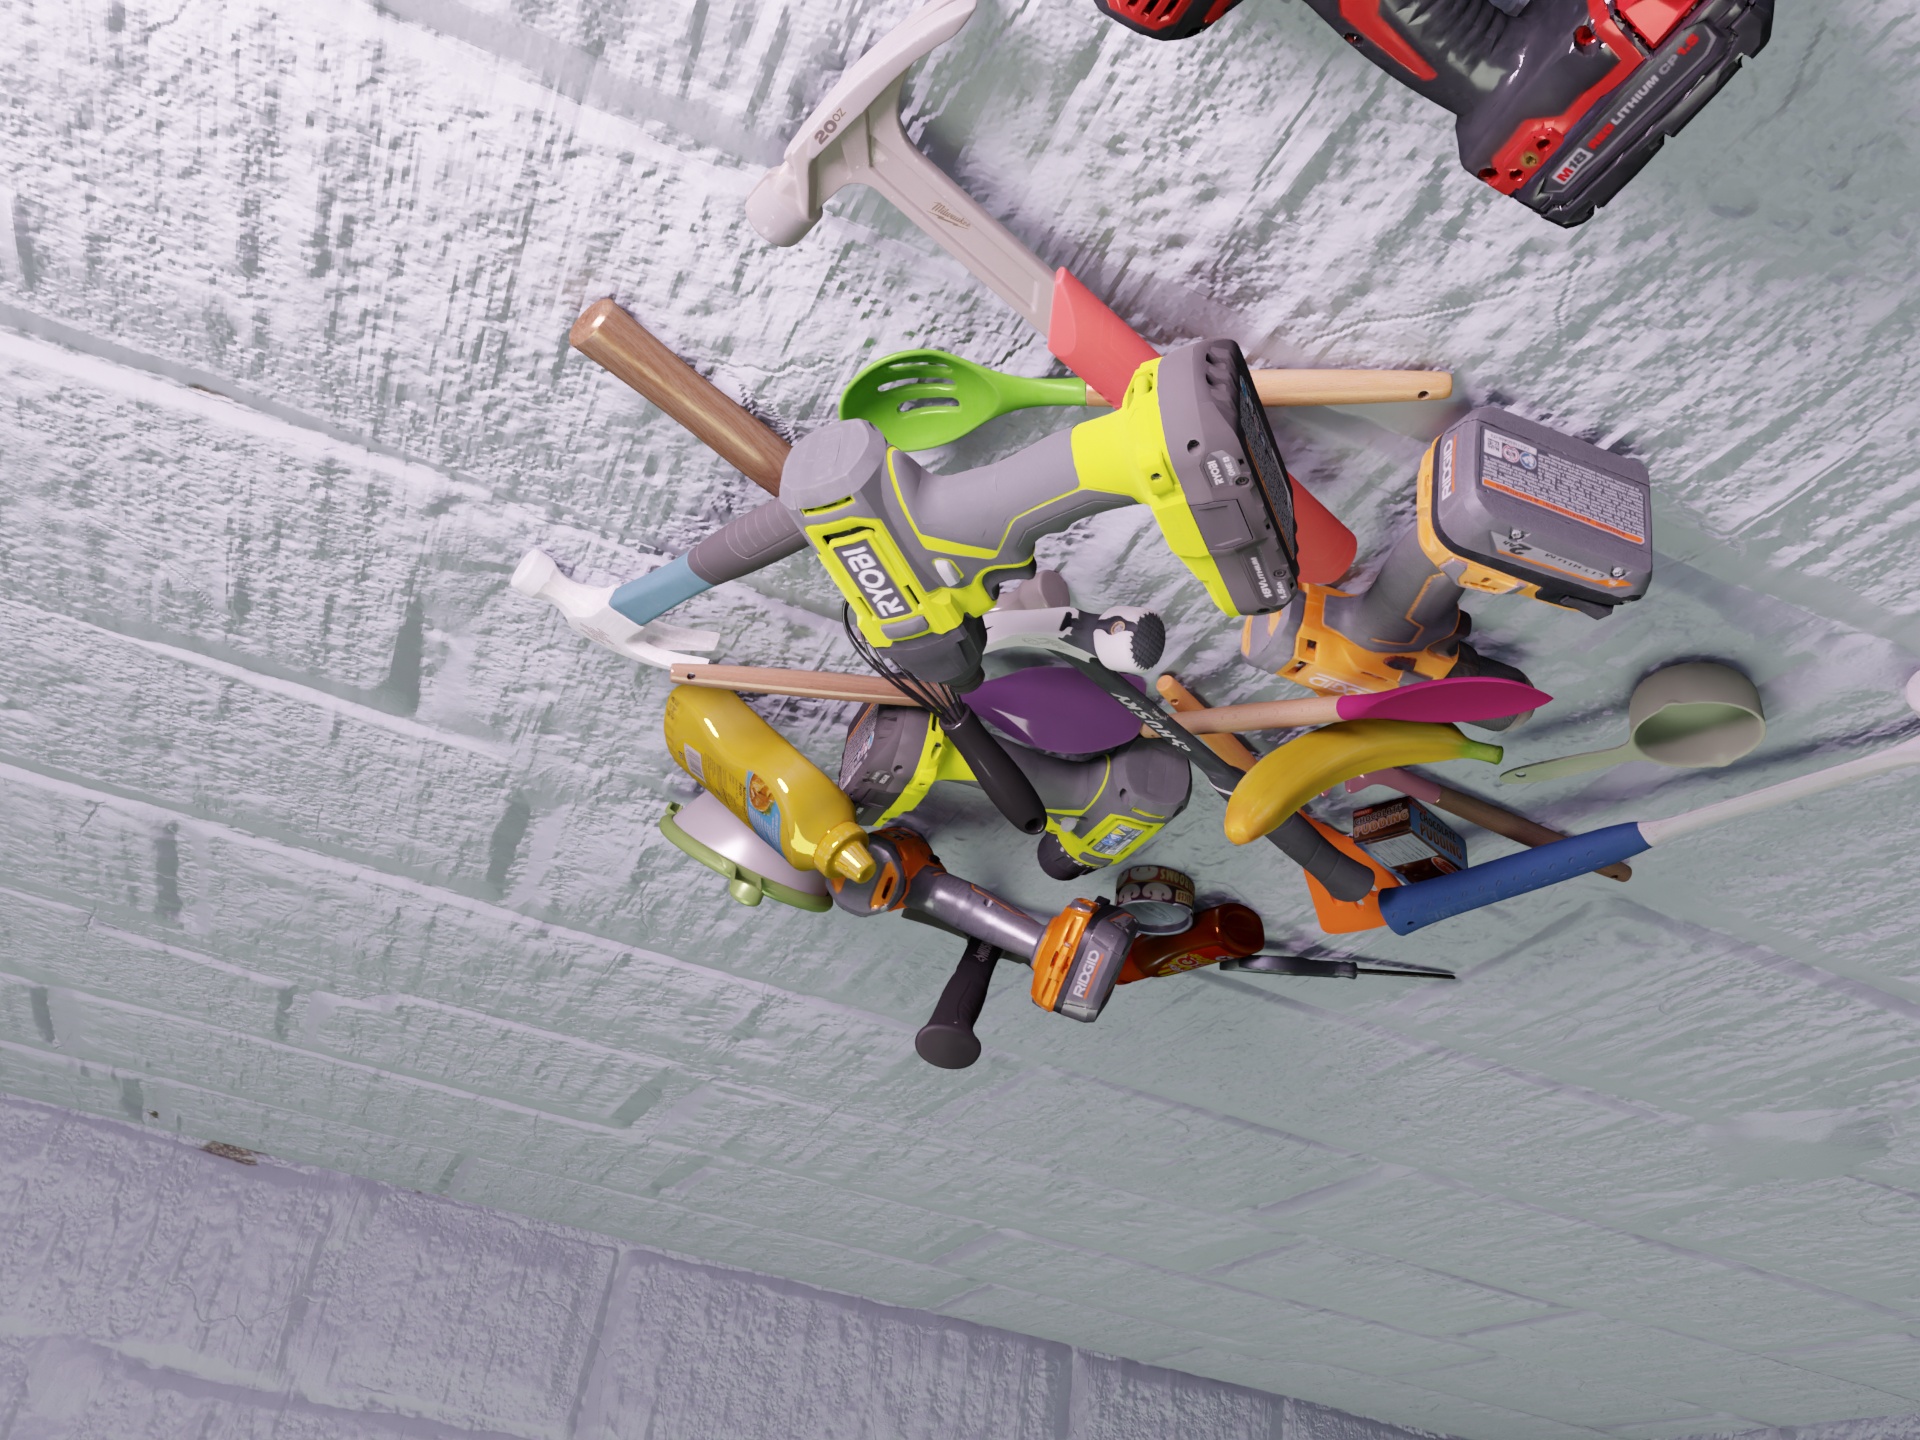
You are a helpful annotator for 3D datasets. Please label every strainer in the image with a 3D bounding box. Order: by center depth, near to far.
[{"bbox_3d":[-0.149,0.090,1.196,0.151,0.069,0.256,27,179,-8],"label":"strainer"}]

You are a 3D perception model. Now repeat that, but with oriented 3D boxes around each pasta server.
[{"bbox_3d":[0.356,0.067,1.125,0.316,0.040,0.060,21,147,-20],"label":"pasta server"}]

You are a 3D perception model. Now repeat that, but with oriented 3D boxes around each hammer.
[{"bbox_3d":[0.078,-0.181,0.765,0.358,0.037,0.149,34,134,-28],"label":"hammer"},{"bbox_3d":[-0.088,-0.132,0.929,0.130,0.031,0.331,-21,137,39],"label":"hammer"},{"bbox_3d":[-0.145,-0.096,0.947,0.128,0.033,0.331,35,149,-28],"label":"hammer"},{"bbox_3d":[0.162,0.032,1.036,0.149,0.036,0.408,7,159,45],"label":"hammer"},{"bbox_3d":[0.477,0.077,1.075,0.405,0.035,0.144,-25,136,35],"label":"hammer"},{"bbox_3d":[0.003,0.200,1.243,0.146,0.035,0.335,24,-171,4],"label":"hammer"}]

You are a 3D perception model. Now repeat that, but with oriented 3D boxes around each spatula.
[{"bbox_3d":[-0.032,-0.016,1.047,0.316,0.018,0.059,5,105,-10],"label":"spatula"},{"bbox_3d":[0.229,0.064,1.149,0.081,0.041,0.322,-20,137,32],"label":"spatula"}]

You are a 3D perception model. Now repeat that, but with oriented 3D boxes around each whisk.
[{"bbox_3d":[-0.001,-0.004,1.004,0.055,0.055,0.238,-11,134,29],"label":"whisk"}]

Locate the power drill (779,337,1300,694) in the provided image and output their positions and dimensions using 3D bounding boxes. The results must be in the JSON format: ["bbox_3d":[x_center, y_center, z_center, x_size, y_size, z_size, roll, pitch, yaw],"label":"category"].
[{"bbox_3d":[0.045,-0.090,0.784,0.223,0.080,0.171,-12,136,22],"label":"power drill"}]

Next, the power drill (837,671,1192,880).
[{"bbox_3d":[0.030,0.053,1.154,0.228,0.080,0.190,15,151,-14],"label":"power drill"}]

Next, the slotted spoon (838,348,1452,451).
[{"bbox_3d":[0.092,-0.170,0.824,0.314,0.031,0.070,1,145,10],"label":"slotted spoon"}]

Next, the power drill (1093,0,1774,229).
[{"bbox_3d":[0.174,-0.293,0.559,0.226,0.080,0.187,21,146,-13],"label":"power drill"}]

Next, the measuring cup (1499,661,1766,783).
[{"bbox_3d":[0.421,0.006,1.010,0.167,0.038,0.083,-20,138,41],"label":"measuring cup"}]

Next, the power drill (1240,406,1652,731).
[{"bbox_3d":[0.288,-0.065,0.892,0.185,0.084,0.226,18,152,-12],"label":"power drill"}]

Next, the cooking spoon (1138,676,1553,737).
[{"bbox_3d":[0.211,-0.006,0.954,0.068,0.017,0.319,15,168,-31],"label":"cooking spoon"}]

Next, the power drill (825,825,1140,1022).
[{"bbox_3d":[0.020,0.146,1.235,0.226,0.084,0.164,23,-175,11],"label":"power drill"}]

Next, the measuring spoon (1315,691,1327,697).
[{"bbox_3d":[0.233,-0.023,1.035,0.021,0.011,0.116,-14,141,33],"label":"measuring spoon"}]
